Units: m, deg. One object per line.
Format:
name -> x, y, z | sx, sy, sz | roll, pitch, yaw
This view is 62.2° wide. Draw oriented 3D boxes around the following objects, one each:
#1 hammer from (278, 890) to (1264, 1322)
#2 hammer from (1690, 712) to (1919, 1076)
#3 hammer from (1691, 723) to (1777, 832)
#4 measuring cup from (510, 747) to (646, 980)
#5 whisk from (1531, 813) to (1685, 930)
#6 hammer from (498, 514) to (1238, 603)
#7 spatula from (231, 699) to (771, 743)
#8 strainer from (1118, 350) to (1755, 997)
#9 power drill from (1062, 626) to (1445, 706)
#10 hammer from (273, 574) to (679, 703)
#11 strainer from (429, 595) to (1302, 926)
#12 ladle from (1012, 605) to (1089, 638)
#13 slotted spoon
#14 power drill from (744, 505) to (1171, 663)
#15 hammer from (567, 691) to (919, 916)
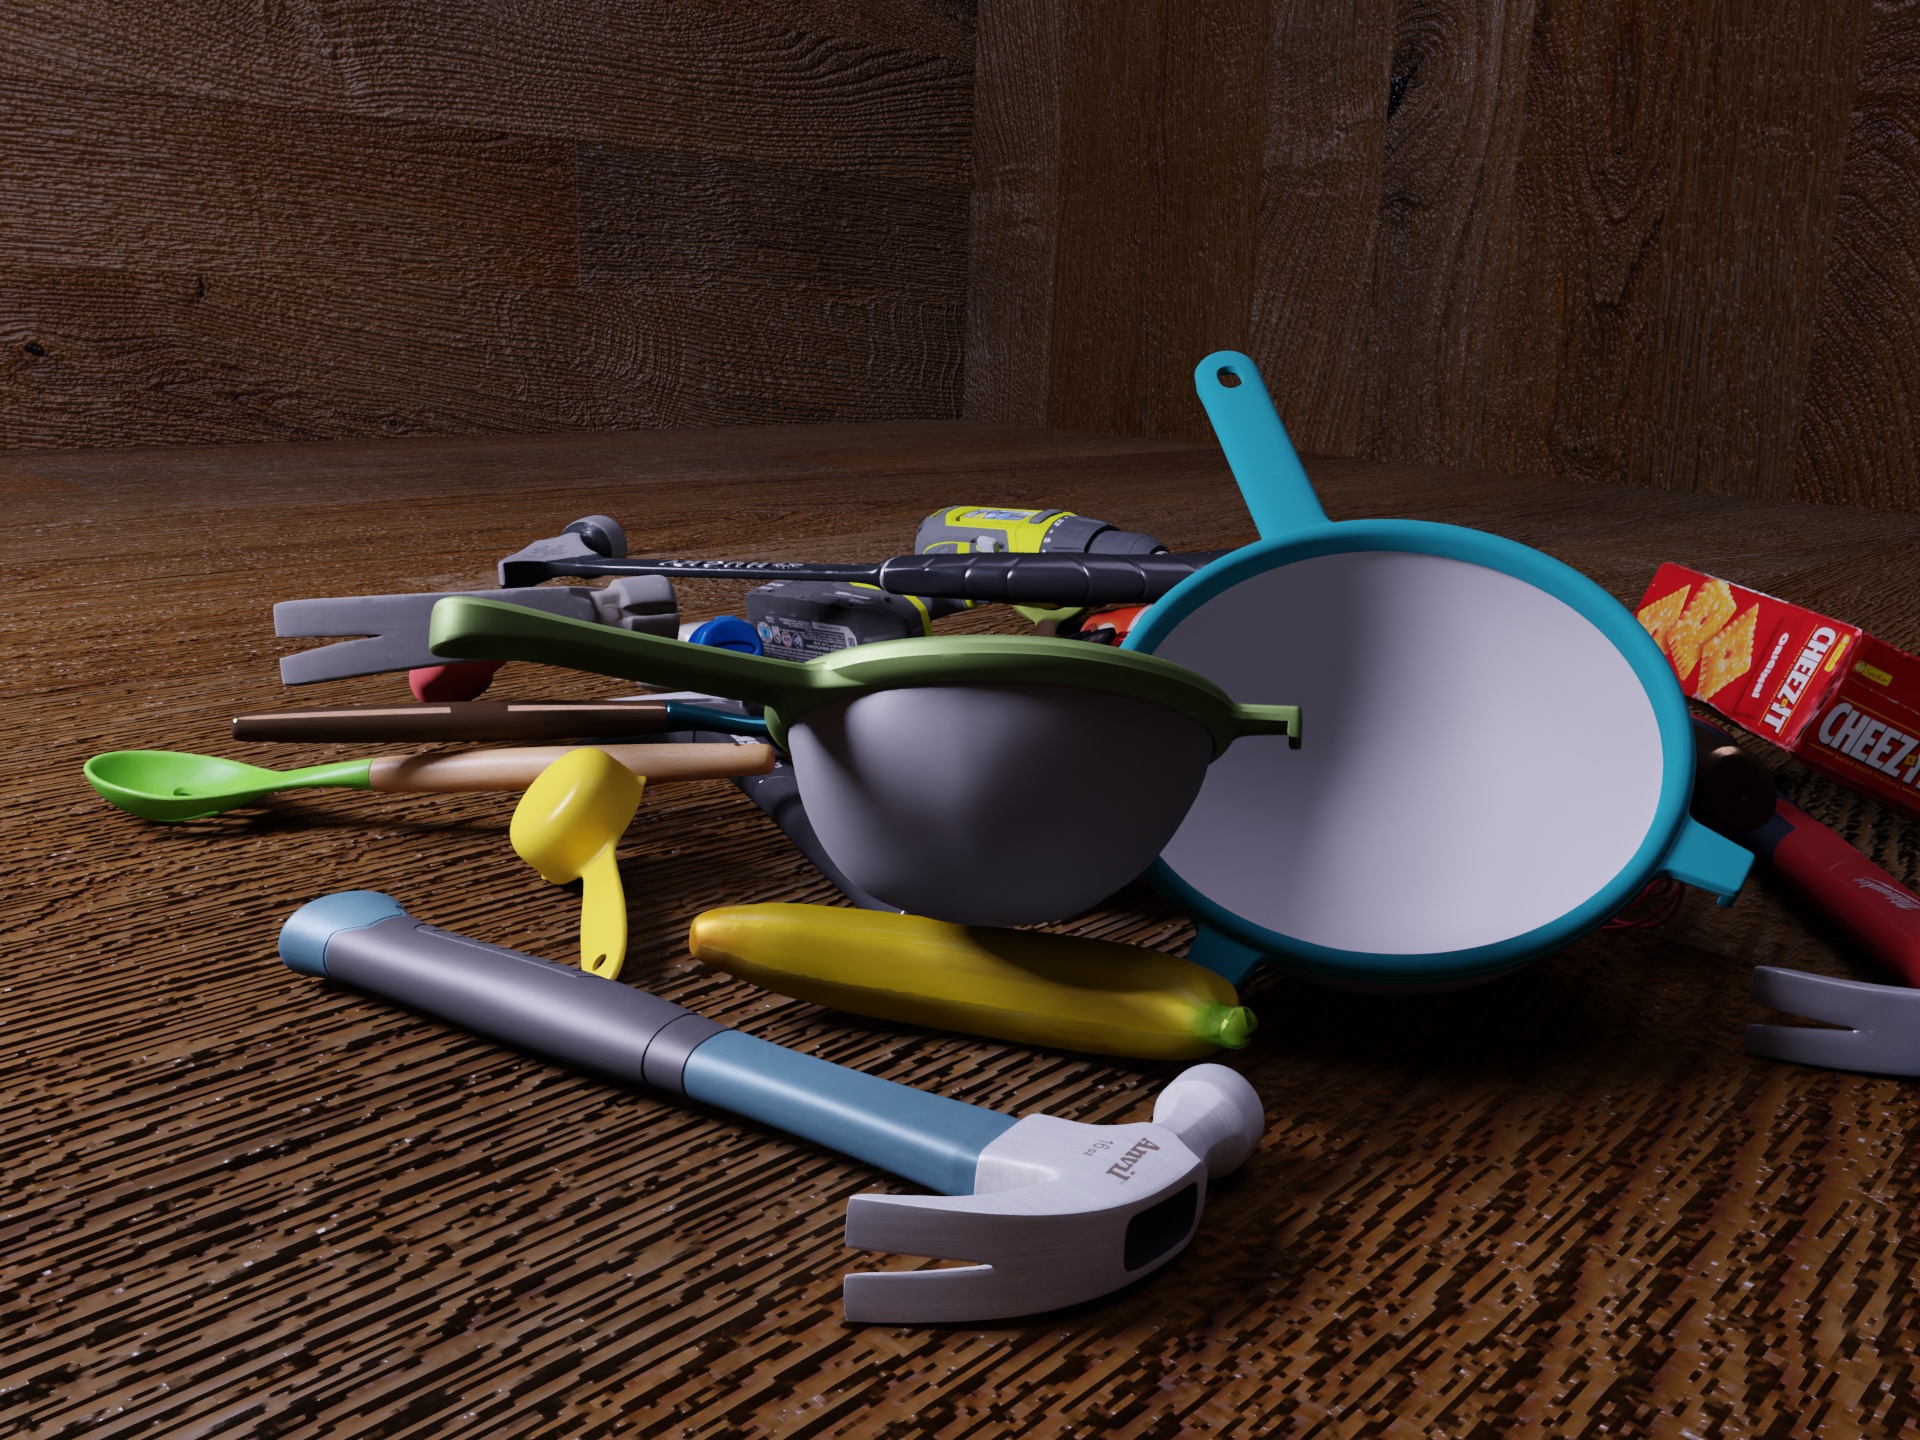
hammer -> -0.085, 0.101, 0.486 | 0.331, 0.033, 0.128 | 10, 16, 30
hammer -> 0.360, 0.058, 0.707 | 0.143, 0.038, 0.386 | 2, 14, 6
hammer -> 0.309, -0.004, 0.755 | 0.031, 0.130, 0.331 | -34, 7, 12
measuring cup -> -0.149, 0.056, 0.616 | 0.029, 0.062, 0.157 | 44, 6, -26
whisk -> 0.232, 0.035, 0.745 | 0.073, 0.073, 0.296 | -2, 10, -16
hammer -> -0.052, -0.079, 0.848 | 0.409, 0.036, 0.149 | 2, 17, 14
spatula -> -0.163, -0.012, 0.735 | 0.317, 0.044, 0.082 | -2, -1, -22
strainer -> 0.150, -0.019, 0.651 | 0.211, 0.095, 0.341 | -13, 48, 2
power drill -> 0.162, -0.019, 0.784 | 0.227, 0.080, 0.188 | -10, 10, 16
hammer -> -0.248, -0.030, 0.766 | 0.149, 0.037, 0.359 | -7, 1, -23
strainer -> -0.031, 0.019, 0.471 | 0.256, 0.069, 0.151 | 12, -19, -34
ladle -> 0.060, -0.071, 1.130 | 0.078, 0.062, 0.320 | 3, 17, 5
slotted spoon -> -0.237, 0.024, 0.711 | 0.314, 0.031, 0.070 | -3, 11, 7
power drill -> 0.001, -0.075, 0.982 | 0.191, 0.080, 0.228 | 11, 29, 43
hammer -> -0.081, 0.038, 0.729 | 0.146, 0.035, 0.335 | -4, 16, -24
